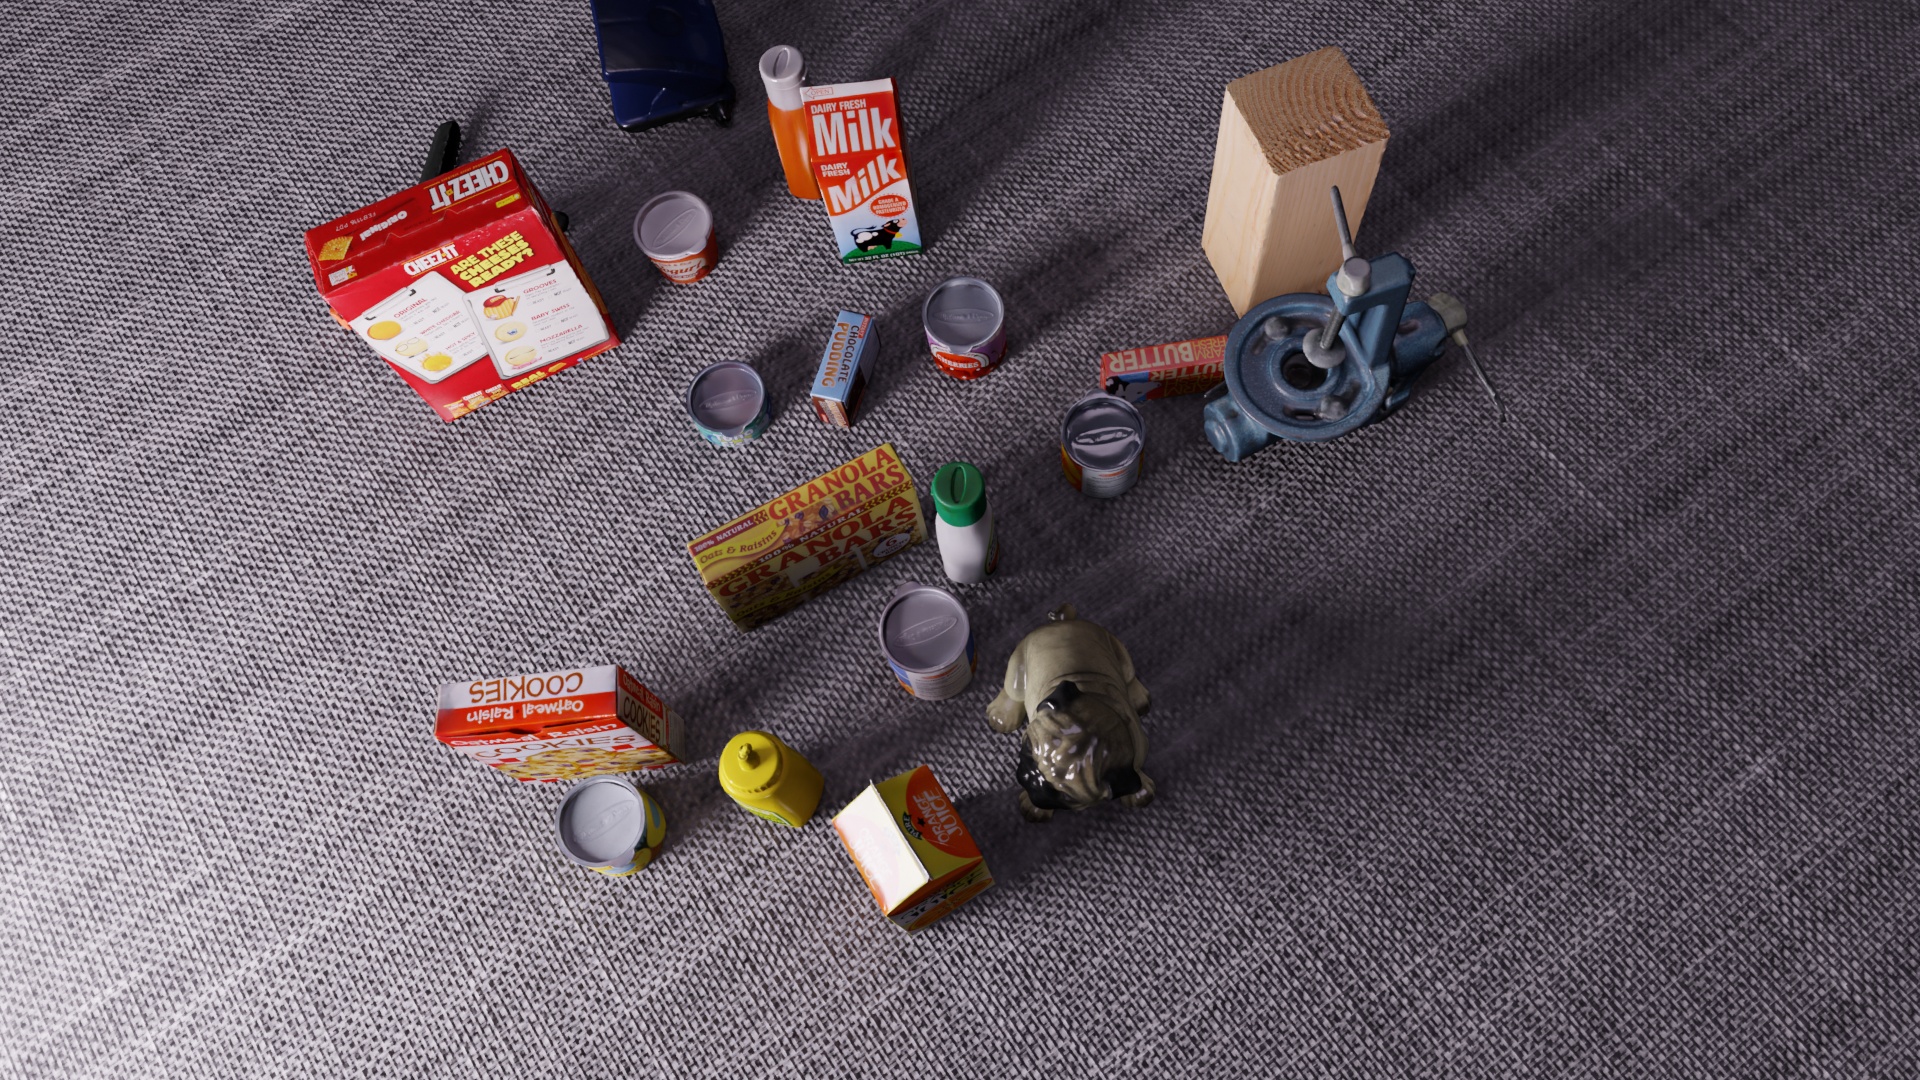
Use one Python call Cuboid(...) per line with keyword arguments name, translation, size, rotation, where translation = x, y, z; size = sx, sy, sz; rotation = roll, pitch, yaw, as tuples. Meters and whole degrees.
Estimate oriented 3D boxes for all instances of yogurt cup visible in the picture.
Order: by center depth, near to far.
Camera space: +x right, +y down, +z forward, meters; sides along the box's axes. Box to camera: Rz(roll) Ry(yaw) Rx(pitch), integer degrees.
Cuboid(name="yogurt cup", translation=(-0.241, -0.257, 1.192), size=(0.072, 0.053, 0.072), rotation=(-2, 69, 4))

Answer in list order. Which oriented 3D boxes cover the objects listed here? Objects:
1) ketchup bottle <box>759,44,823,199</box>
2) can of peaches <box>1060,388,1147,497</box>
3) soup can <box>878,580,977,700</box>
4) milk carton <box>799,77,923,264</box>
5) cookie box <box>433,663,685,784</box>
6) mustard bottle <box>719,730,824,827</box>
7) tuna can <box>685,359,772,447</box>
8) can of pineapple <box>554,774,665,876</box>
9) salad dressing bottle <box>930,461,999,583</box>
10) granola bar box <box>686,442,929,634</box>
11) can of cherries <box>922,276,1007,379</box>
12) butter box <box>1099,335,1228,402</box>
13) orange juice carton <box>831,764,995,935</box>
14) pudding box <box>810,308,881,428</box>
Cuboid(name="ketchup bottle", translation=(-0.135, -0.354, 1.170), size=(0.043, 0.148, 0.065), rotation=(10, 71, 8))
Cuboid(name="can of peaches", translation=(0.112, -0.075, 1.092), size=(0.071, 0.058, 0.071), rotation=(-2, 69, 4))
Cuboid(name="soup can", translation=(-0.023, 0.075, 1.031), size=(0.071, 0.083, 0.071), rotation=(-2, 69, 4))
Cuboid(name="milk carton", translation=(-0.078, -0.308, 1.125), size=(0.072, 0.190, 0.073), rotation=(-6, 69, 2))
Cuboid(name="cookie box", translation=(-0.277, 0.134, 0.984), size=(0.123, 0.167, 0.040), rotation=(-7, 69, 2))
Cuboid(name="mustard bottle", translation=(-0.137, 0.163, 0.965), size=(0.065, 0.159, 0.049), rotation=(19, 72, 11))
Cuboid(name="tuna can", translation=(-0.189, -0.110, 1.142), size=(0.071, 0.032, 0.071), rotation=(-1, 69, 4))
Cuboid(name="can of pineapple", translation=(-0.253, 0.210, 1.011), size=(0.071, 0.057, 0.071), rotation=(-2, 69, 4))
Cuboid(name="salad dressing bottle", translation=(0.004, -0.013, 1.028), size=(0.044, 0.147, 0.064), rotation=(3, 70, 6))
Cuboid(name="granola bar box", translation=(-0.111, 0.000, 1.045), size=(0.166, 0.124, 0.039), rotation=(-27, 70, -6))
Cuboid(name="can of cherries", translation=(0.004, -0.171, 1.137), size=(0.071, 0.058, 0.072), rotation=(-2, 69, 4))
Cuboid(name="butter box", translation=(0.164, -0.136, 1.113), size=(0.103, 0.053, 0.024), rotation=(-9, 69, 1))
Cuboid(name="orange juice carton", translation=(-0.030, 0.206, 0.923), size=(0.073, 0.192, 0.072), rotation=(-30, 70, -7))
Cuboid(name="pudding box", translation=(-0.093, -0.141, 1.137), size=(0.030, 0.049, 0.084), rotation=(14, 71, 10))
